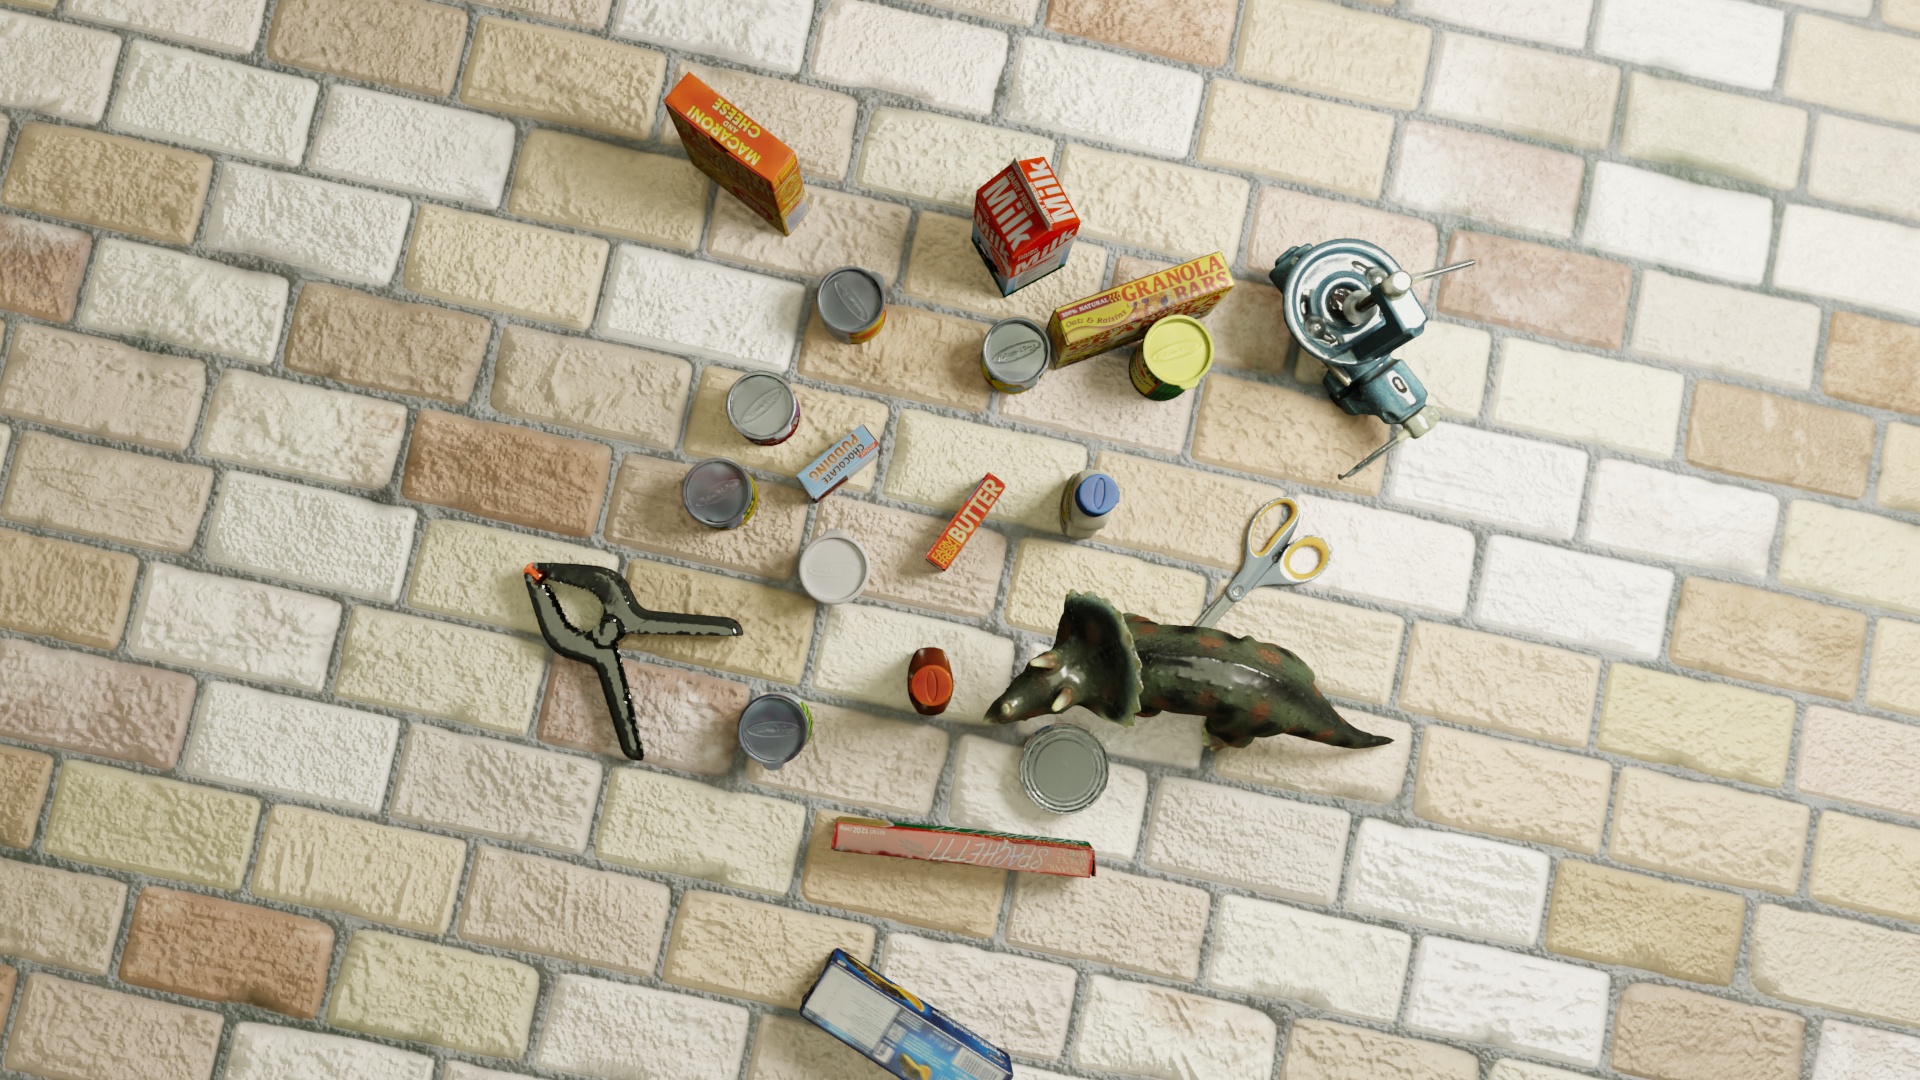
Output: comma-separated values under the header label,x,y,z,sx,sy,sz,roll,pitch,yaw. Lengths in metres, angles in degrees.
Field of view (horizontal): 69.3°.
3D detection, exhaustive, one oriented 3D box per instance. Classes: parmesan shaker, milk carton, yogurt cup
label,x,y,z,sx,sy,sz,roll,pitch,yaw
parmesan shaker,0.201,-0.171,1.336,0.071,0.103,0.071,0,86,-2
milk carton,0.060,-0.296,1.298,0.073,0.190,0.072,-28,87,-3
yogurt cup,-0.120,0.028,1.335,0.072,0.054,0.072,0,86,-2

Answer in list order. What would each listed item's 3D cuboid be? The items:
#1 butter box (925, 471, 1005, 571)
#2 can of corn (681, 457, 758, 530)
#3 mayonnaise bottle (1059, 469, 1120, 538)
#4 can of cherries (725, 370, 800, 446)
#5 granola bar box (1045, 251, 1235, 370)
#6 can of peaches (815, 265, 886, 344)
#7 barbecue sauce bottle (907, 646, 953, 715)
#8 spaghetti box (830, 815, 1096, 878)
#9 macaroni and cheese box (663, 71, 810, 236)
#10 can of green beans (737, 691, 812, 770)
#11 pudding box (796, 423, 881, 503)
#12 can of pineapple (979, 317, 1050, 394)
label,x,y,z,sx,sy,sz,roll,pitch,yaw
butter box,0.005,-0.017,1.343,0.024,0.053,0.103,36,86,1
can of corn,-0.229,-0.042,1.335,0.071,0.058,0.071,0,86,-2
mayonnaise bottle,0.120,-0.037,1.301,0.041,0.148,0.065,7,86,-1
can of cherries,-0.189,-0.124,1.343,0.071,0.058,0.071,0,86,-2
granola bar box,0.166,-0.219,1.328,0.166,0.124,0.039,-20,87,-3
can of peaches,-0.103,-0.230,1.354,0.071,0.058,0.071,0,86,-2
barbecue sauce bottle,-0.028,0.131,1.283,0.044,0.148,0.065,-2,86,-2
spaghetti box,0.004,0.291,1.321,0.250,0.050,0.028,6,86,-1
macaroni and cheese box,-0.207,-0.358,1.306,0.124,0.166,0.040,37,86,1
can of green beans,-0.175,0.178,1.320,0.071,0.058,0.071,0,86,-2
pudding box,-0.117,-0.074,1.346,0.084,0.049,0.030,-39,88,-4
can of pineapple,0.053,-0.177,1.355,0.071,0.058,0.071,0,86,-2
